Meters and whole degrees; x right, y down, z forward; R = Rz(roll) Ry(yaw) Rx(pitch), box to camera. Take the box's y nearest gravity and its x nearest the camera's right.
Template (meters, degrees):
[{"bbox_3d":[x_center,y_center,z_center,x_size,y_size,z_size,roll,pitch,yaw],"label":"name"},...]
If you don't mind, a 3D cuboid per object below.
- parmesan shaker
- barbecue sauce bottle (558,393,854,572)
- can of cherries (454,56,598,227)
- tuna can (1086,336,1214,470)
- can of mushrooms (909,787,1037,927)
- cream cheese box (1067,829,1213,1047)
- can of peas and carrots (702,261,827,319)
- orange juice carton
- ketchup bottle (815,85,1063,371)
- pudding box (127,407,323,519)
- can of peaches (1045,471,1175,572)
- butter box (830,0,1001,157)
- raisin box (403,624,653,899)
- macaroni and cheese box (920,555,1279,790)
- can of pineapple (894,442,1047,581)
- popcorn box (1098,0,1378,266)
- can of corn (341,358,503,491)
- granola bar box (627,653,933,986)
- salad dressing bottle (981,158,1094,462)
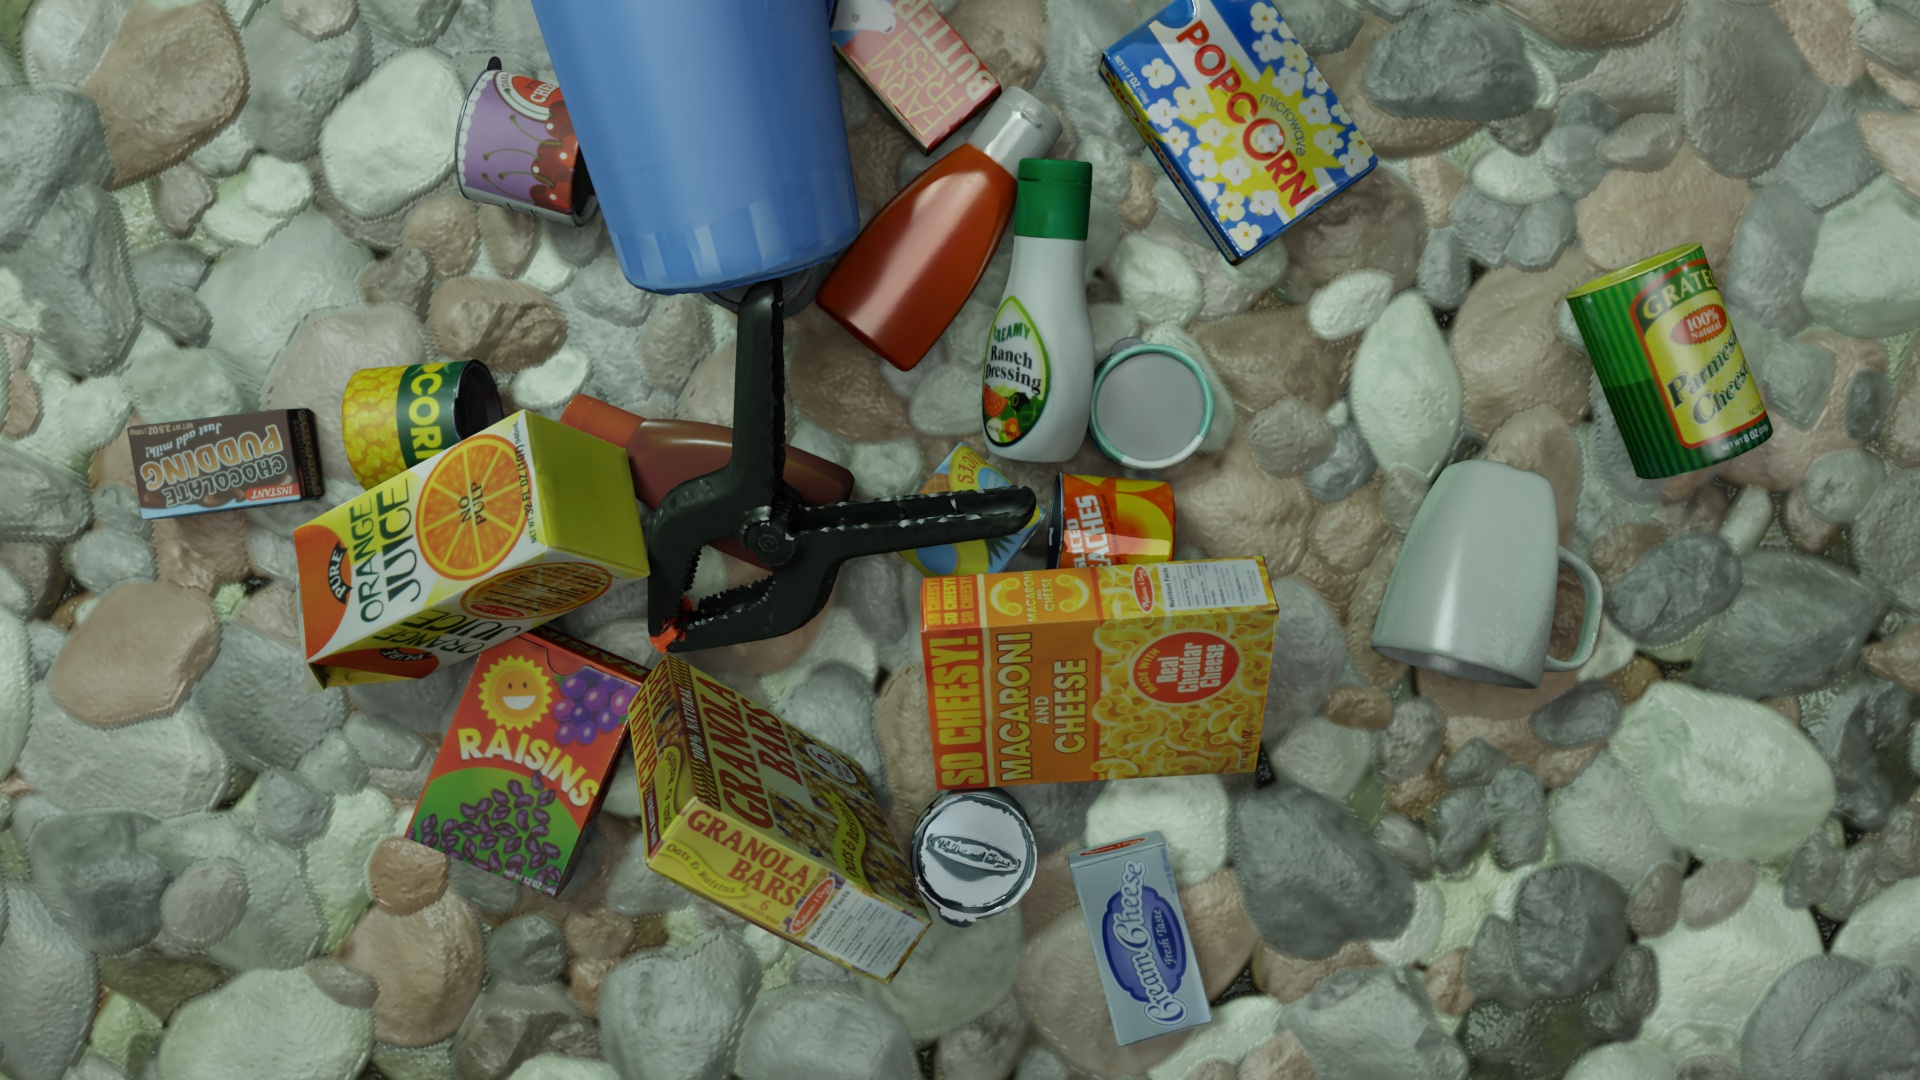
[{"bbox_3d":[0.362,-0.091,0.705,0.071,0.071,0.103,-24,94,1],"label":"parmesan shaker"},{"bbox_3d":[-0.133,-0.032,0.714,0.148,0.044,0.064,21,108,-1],"label":"barbecue sauce bottle"},{"bbox_3d":[-0.210,-0.198,0.691,0.058,0.071,0.071,15,94,-2],"label":"can of cherries"},{"bbox_3d":[0.096,-0.072,0.720,0.071,0.033,0.071,0,94,-1],"label":"tuna can"},{"bbox_3d":[0.006,0.165,0.733,0.071,0.033,0.071,0,94,-1],"label":"can of mushrooms"},{"bbox_3d":[0.096,0.212,0.742,0.053,0.024,0.103,-15,94,1],"label":"cream cheese box"},{"bbox_3d":[-0.104,-0.147,0.700,0.071,0.059,0.071,0,93,0],"label":"can of peas and carrots"},{"bbox_3d":[-0.254,0.013,0.677,0.192,0.073,0.072,-23,69,19],"label":"orange juice carton"},{"bbox_3d":[-0.006,-0.161,0.708,0.064,0.043,0.148,38,92,-12],"label":"ketchup bottle"},{"bbox_3d":[-0.380,-0.040,0.719,0.084,0.030,0.049,-7,95,0],"label":"pudding box"},{"bbox_3d":[0.076,0.000,0.705,0.058,0.071,0.071,5,94,-2],"label":"can of peaches"},{"bbox_3d":[-0.031,-0.253,0.712,0.053,0.024,0.103,-42,93,3],"label":"butter box"},{"bbox_3d":[-0.223,0.111,0.725,0.086,0.040,0.123,23,92,-1],"label":"raisin box"},{"bbox_3d":[0.067,0.069,0.694,0.166,0.040,0.123,-3,132,0],"label":"macaroni and cheese box"},{"bbox_3d":[0.003,-0.009,0.705,0.058,0.071,0.071,40,93,-2],"label":"can of pineapple"},{"bbox_3d":[0.141,-0.216,0.709,0.085,0.038,0.126,-35,94,3],"label":"popcorn box"},{"bbox_3d":[-0.270,-0.056,0.699,0.058,0.071,0.071,-5,94,1],"label":"can of corn"},{"bbox_3d":[-0.091,0.125,0.649,0.124,0.166,0.039,34,95,-22],"label":"granola bar box"},{"bbox_3d":[0.041,-0.115,0.695,0.044,0.064,0.147,-5,106,-35],"label":"salad dressing bottle"}]
